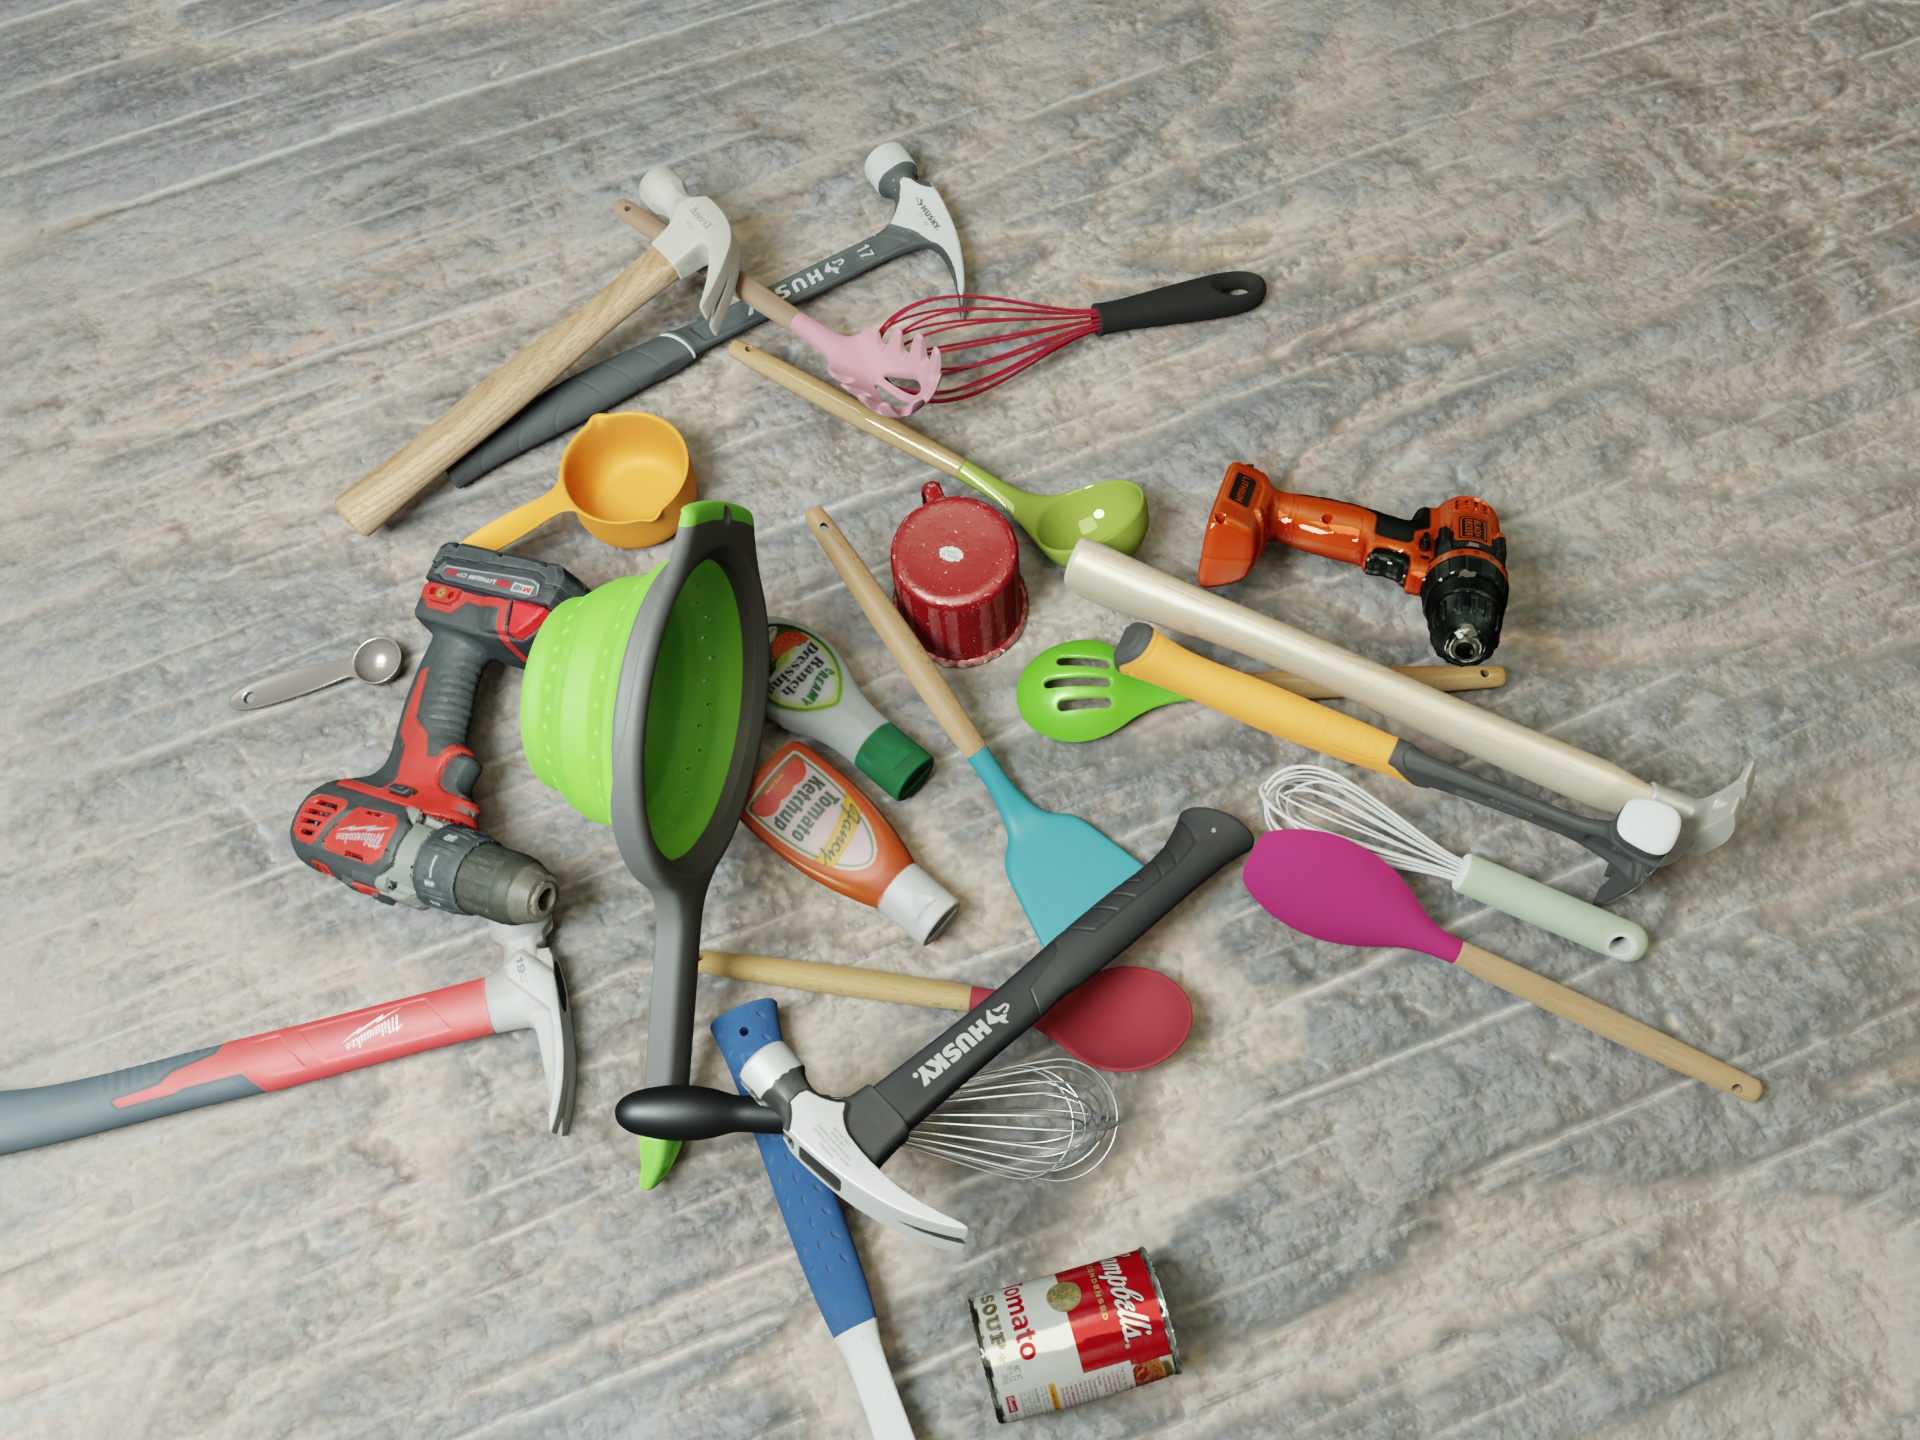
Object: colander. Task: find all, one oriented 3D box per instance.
[{"bbox_3d":[-0.192,0.070,0.908,0.094,0.204,0.397,7,97,11],"label":"colander"}]

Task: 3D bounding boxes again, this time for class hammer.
[{"bbox_3d":[0.254,-0.021,0.950,0.411,0.146,0.038,24,78,11],"label":"hammer"},{"bbox_3d":[-0.288,-0.241,1.088,0.331,0.031,0.130,-41,64,-5],"label":"hammer"},{"bbox_3d":[0.050,0.153,0.901,0.335,0.035,0.146,-35,63,-28],"label":"hammer"},{"bbox_3d":[0.250,0.019,0.961,0.337,0.127,0.034,23,75,16],"label":"hammer"},{"bbox_3d":[-0.426,0.223,0.952,0.386,0.038,0.143,-14,70,-3],"label":"hammer"},{"bbox_3d":[-0.183,-0.272,1.141,0.409,0.036,0.149,-29,70,-8],"label":"hammer"},{"bbox_3d":[-0.060,0.347,0.875,0.144,0.035,0.406,-27,66,6],"label":"hammer"}]

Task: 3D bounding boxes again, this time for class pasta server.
[{"bbox_3d":[-0.134,-0.293,1.100,0.316,0.040,0.060,37,78,22],"label":"pasta server"}]

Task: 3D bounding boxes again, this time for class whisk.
[{"bbox_3d":[0.297,0.089,0.966,0.246,0.059,0.057,23,115,8],"label":"whisk"},{"bbox_3d":[-0.049,0.220,0.891,0.284,0.070,0.070,4,68,-10],"label":"whisk"},{"bbox_3d":[0.078,-0.277,1.120,0.296,0.073,0.073,-14,68,-10],"label":"whisk"}]

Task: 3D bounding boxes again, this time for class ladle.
[{"bbox_3d":[-0.020,-0.190,1.073,0.320,0.062,0.078,29,57,9],"label":"ladle"},{"bbox_3d":[-0.019,0.165,0.959,0.315,0.031,0.069,7,53,8],"label":"ladle"}]

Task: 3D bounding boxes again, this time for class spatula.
[{"bbox_3d":[-0.002,-0.003,0.990,0.082,0.044,0.317,-35,90,-7],"label":"spatula"}]

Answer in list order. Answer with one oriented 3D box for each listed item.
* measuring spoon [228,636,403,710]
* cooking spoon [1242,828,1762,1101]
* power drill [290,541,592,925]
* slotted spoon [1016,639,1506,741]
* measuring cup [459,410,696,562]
[{"bbox_3d":[-0.431,-0.026,1.068,0.124,0.018,0.034,-15,68,4],"label":"measuring spoon"},{"bbox_3d":[0.318,0.148,0.941,0.319,0.017,0.068,25,113,8],"label":"cooking spoon"},{"bbox_3d":[-0.296,0.014,0.991,0.188,0.080,0.227,14,71,25],"label":"power drill"},{"bbox_3d":[0.193,-0.024,1.025,0.314,0.031,0.070,-2,71,1],"label":"slotted spoon"},{"bbox_3d":[-0.261,-0.140,1.083,0.173,0.052,0.095,-30,70,-7],"label":"measuring cup"}]
